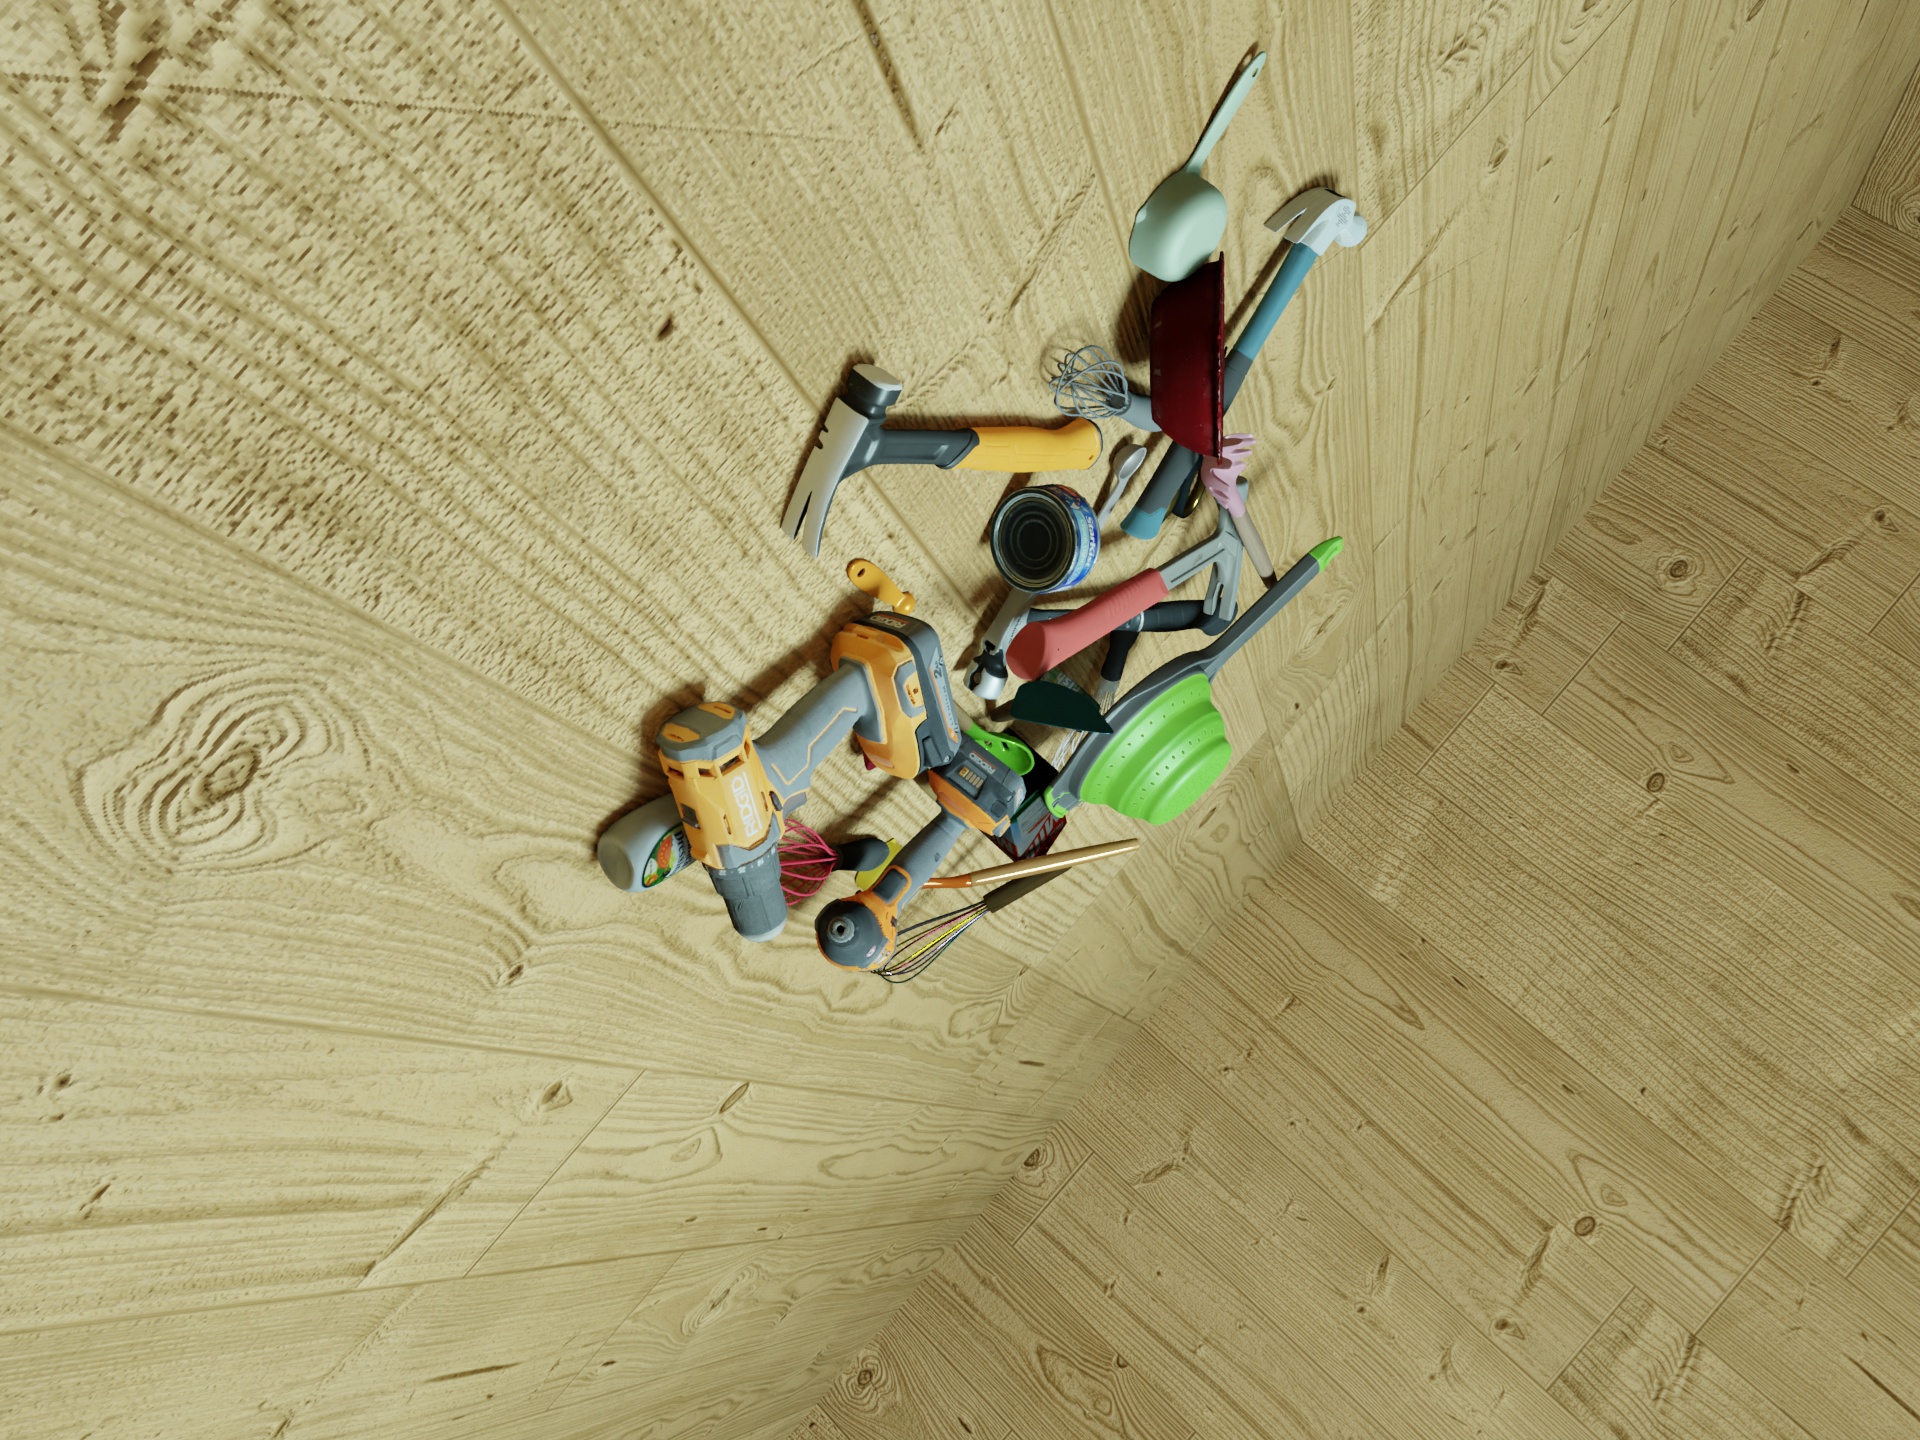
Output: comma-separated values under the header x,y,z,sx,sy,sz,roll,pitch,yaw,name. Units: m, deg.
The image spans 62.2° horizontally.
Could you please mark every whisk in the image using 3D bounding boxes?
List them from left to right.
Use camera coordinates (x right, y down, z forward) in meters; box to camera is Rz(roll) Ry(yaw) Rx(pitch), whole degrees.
x,y,z,sx,sy,sz,roll,pitch,yaw,name
-0.119,0.120,1.378,0.073,0.073,0.295,-53,165,8,whisk
0.011,0.208,1.686,0.245,0.051,0.047,-30,165,4,whisk
0.149,-0.017,1.672,0.070,0.070,0.284,-31,148,-38,whisk
0.125,-0.254,1.249,0.055,0.055,0.239,-56,162,16,whisk

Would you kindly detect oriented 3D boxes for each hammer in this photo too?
x,y,z,sx,sy,sz,roll,pitch,yaw,name
0.006,-0.187,1.135,0.337,0.034,0.127,-15,139,-56,hammer
0.158,-0.102,1.515,0.408,0.036,0.149,-7,129,-53,hammer
0.158,-0.105,1.429,0.359,0.037,0.149,-32,135,-45,hammer
0.236,-0.301,1.365,0.331,0.033,0.128,-60,155,14,hammer

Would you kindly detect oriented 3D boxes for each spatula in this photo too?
x,y,z,sx,sy,sz,roll,pitch,yaw,name
0.034,0.167,1.626,0.322,0.041,0.081,-11,165,-13,spatula
0.057,-0.005,1.368,0.317,0.082,0.044,157,-58,-80,spatula

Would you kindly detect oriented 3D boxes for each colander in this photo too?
x,y,z,sx,sy,sz,roll,pitch,yaw,name
0.258,-0.020,1.572,0.397,0.095,0.204,-43,161,-2,colander

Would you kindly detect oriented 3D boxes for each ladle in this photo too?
x,y,z,sx,sy,sz,roll,pitch,yaw,name
-0.037,0.046,1.450,0.069,0.031,0.315,-50,161,-5,ladle

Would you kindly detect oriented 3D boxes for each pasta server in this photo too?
x,y,z,sx,sy,sz,roll,pitch,yaw,name
0.270,-0.183,1.481,0.060,0.040,0.316,-65,154,-8,pasta server

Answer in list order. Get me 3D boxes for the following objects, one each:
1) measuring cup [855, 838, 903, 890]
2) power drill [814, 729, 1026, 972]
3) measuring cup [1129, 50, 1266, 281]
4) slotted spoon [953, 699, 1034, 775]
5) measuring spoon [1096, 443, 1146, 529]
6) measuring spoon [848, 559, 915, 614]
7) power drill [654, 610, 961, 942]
x,y,z,sx,sy,sz,roll,pitch,yaw,name
-0.051,0.151,1.589,0.062,0.029,0.156,-54,157,12,measuring cup
-0.041,0.121,1.380,0.226,0.084,0.164,-51,170,-5,power drill
0.182,-0.389,1.132,0.083,0.038,0.167,-16,143,-55,measuring cup
-0.002,-0.005,1.414,0.313,0.070,0.031,41,54,-64,slotted spoon
0.127,-0.196,1.390,0.034,0.018,0.124,-32,160,-41,measuring spoon
-0.057,-0.098,1.190,0.021,0.011,0.116,-51,159,3,measuring spoon
-0.104,0.041,1.161,0.226,0.084,0.185,-34,125,-33,power drill
